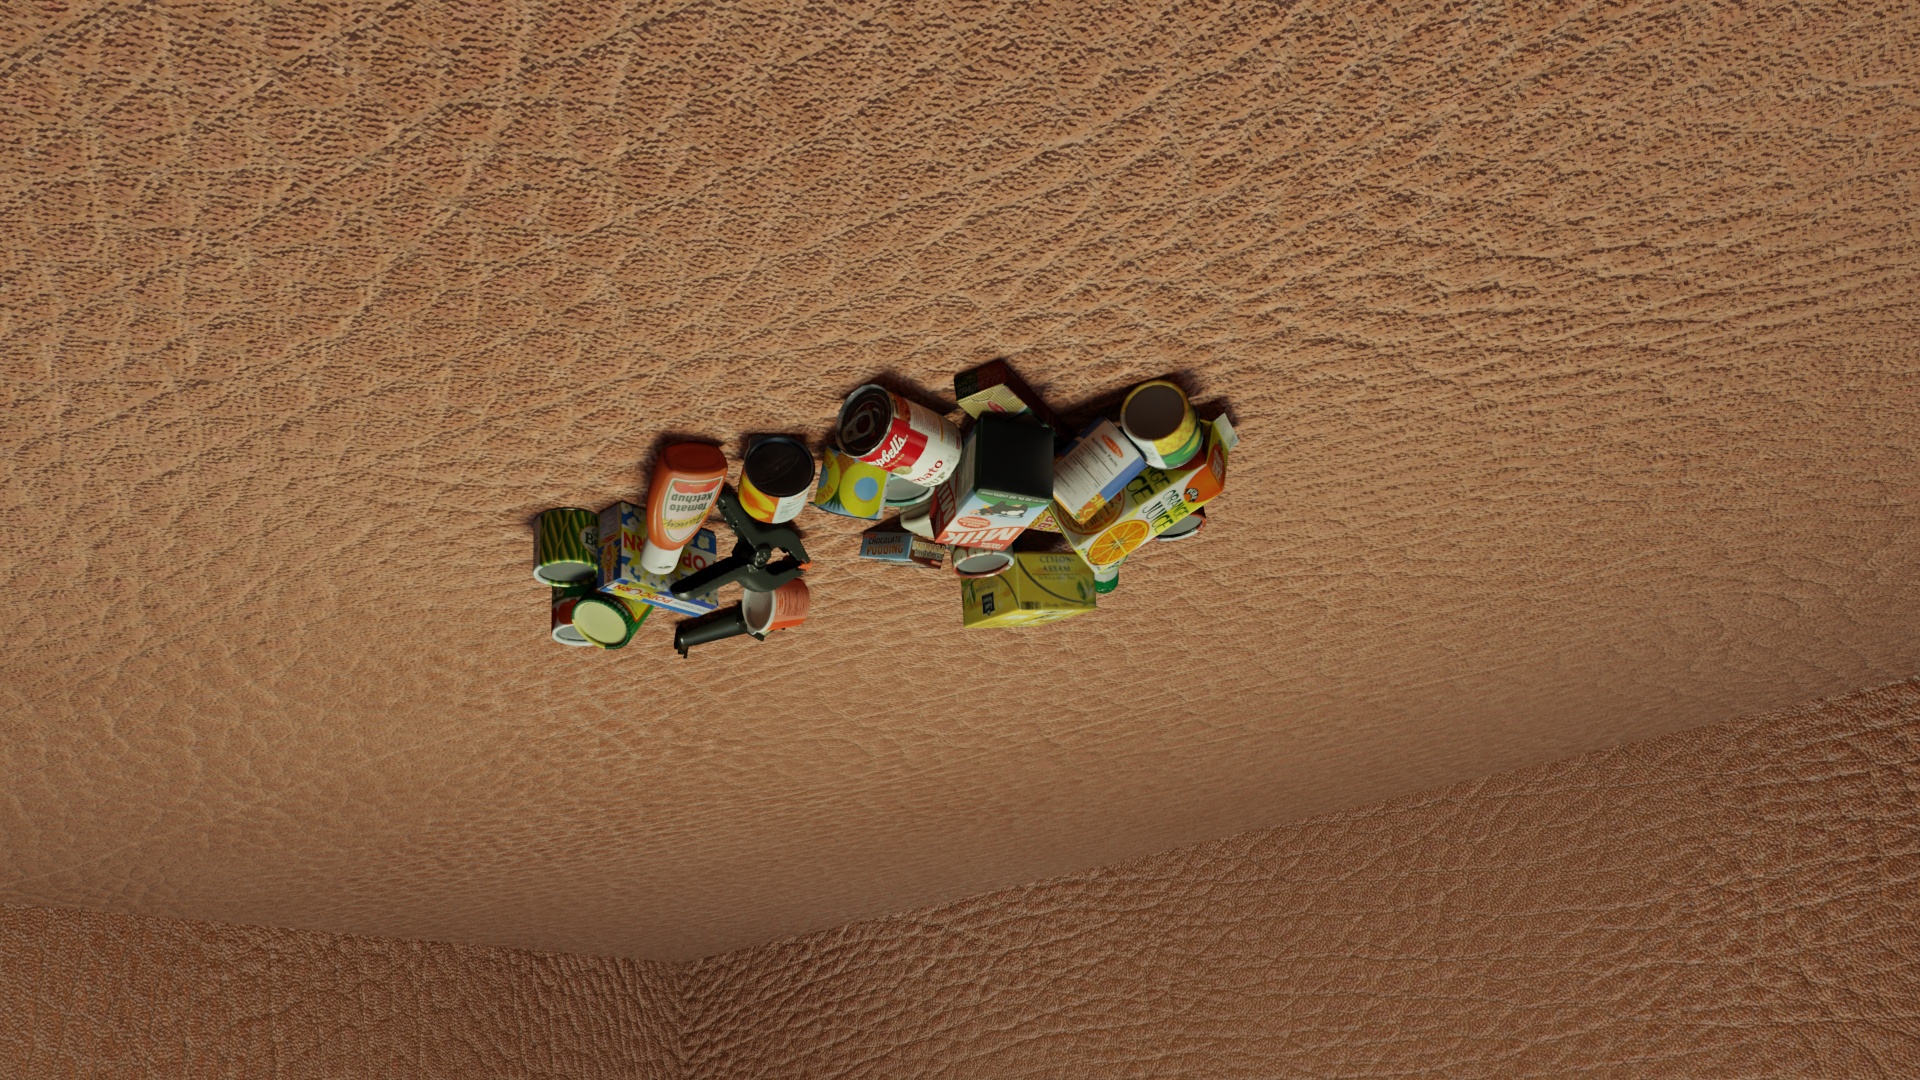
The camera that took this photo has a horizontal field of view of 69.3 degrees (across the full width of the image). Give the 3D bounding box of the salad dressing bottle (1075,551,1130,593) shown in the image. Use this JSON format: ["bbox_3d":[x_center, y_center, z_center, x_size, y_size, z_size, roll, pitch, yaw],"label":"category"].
[{"bbox_3d":[0.162,0.017,1.577,0.064,0.044,0.147,-6,156,4],"label":"salad dressing bottle"}]

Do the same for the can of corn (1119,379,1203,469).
[{"bbox_3d":[0.188,-0.110,1.288,0.071,0.071,0.058,-15,153,17],"label":"can of corn"}]

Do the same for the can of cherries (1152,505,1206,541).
[{"bbox_3d":[0.220,-0.039,1.454,0.071,0.058,0.071,-6,156,-3],"label":"can of cherries"}]

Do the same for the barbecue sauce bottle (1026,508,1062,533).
[{"bbox_3d":[0.103,-0.032,1.456,0.149,0.044,0.064,9,157,-32],"label":"barbecue sauce bottle"}]

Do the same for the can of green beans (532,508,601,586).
[{"bbox_3d":[-0.391,0.008,1.383,0.071,0.058,0.071,-6,155,-3],"label":"can of green beans"}]

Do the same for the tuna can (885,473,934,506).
[{"bbox_3d":[-0.061,-0.062,1.357,0.071,0.033,0.070,-7,155,-3],"label":"tuna can"}]

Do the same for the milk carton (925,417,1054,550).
[{"bbox_3d":[0.024,-0.043,1.315,0.072,0.073,0.189,8,159,-15],"label":"milk carton"}]

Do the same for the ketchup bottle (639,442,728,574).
[{"bbox_3d":[-0.269,-0.028,1.314,0.065,0.044,0.148,-4,142,-33],"label":"ketchup bottle"}]

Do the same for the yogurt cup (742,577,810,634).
[{"bbox_3d":[-0.206,0.069,1.564,0.054,0.072,0.072,3,154,-39],"label":"yogurt cup"}]

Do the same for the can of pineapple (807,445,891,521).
[{"bbox_3d":[-0.102,-0.054,1.301,0.071,0.057,0.071,13,-172,-2],"label":"can of pineapple"}]

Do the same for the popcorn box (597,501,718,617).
[{"bbox_3d":[-0.304,0.021,1.404,0.038,0.085,0.126,-24,150,33],"label":"popcorn box"}]

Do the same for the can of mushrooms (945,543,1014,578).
[{"bbox_3d":[0.020,0.013,1.440,0.071,0.033,0.070,-8,157,-3],"label":"can of mushrooms"}]

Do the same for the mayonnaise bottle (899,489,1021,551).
[{"bbox_3d":[0.005,-0.018,1.462,0.064,0.041,0.148,-22,153,35],"label":"mayonnaise bottle"}]

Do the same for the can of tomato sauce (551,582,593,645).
[{"bbox_3d":[-0.400,0.062,1.467,0.071,0.083,0.071,-6,155,-3],"label":"can of tomato sauce"}]

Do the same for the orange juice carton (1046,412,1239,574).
[{"bbox_3d":[0.184,-0.056,1.355,0.192,0.073,0.071,-34,149,7],"label":"orange juice carton"}]

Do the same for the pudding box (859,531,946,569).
[{"bbox_3d":[-0.062,0.010,1.480,0.049,0.030,0.083,19,169,-42],"label":"pudding box"}]

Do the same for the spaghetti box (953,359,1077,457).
[{"bbox_3d":[0.072,-0.100,1.318,0.050,0.029,0.249,-18,153,22],"label":"spaghetti box"}]

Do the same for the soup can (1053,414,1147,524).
[{"bbox_3d":[0.123,-0.066,1.302,0.084,0.071,0.071,-42,150,1],"label":"soup can"}]

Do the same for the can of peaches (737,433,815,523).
[{"bbox_3d":[-0.174,-0.059,1.297,0.071,0.071,0.057,0,155,-15],"label":"can of peaches"}]

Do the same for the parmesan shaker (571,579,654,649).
[{"bbox_3d":[-0.342,0.057,1.424,0.071,0.103,0.071,10,127,13],"label":"parmesan shaker"}]
